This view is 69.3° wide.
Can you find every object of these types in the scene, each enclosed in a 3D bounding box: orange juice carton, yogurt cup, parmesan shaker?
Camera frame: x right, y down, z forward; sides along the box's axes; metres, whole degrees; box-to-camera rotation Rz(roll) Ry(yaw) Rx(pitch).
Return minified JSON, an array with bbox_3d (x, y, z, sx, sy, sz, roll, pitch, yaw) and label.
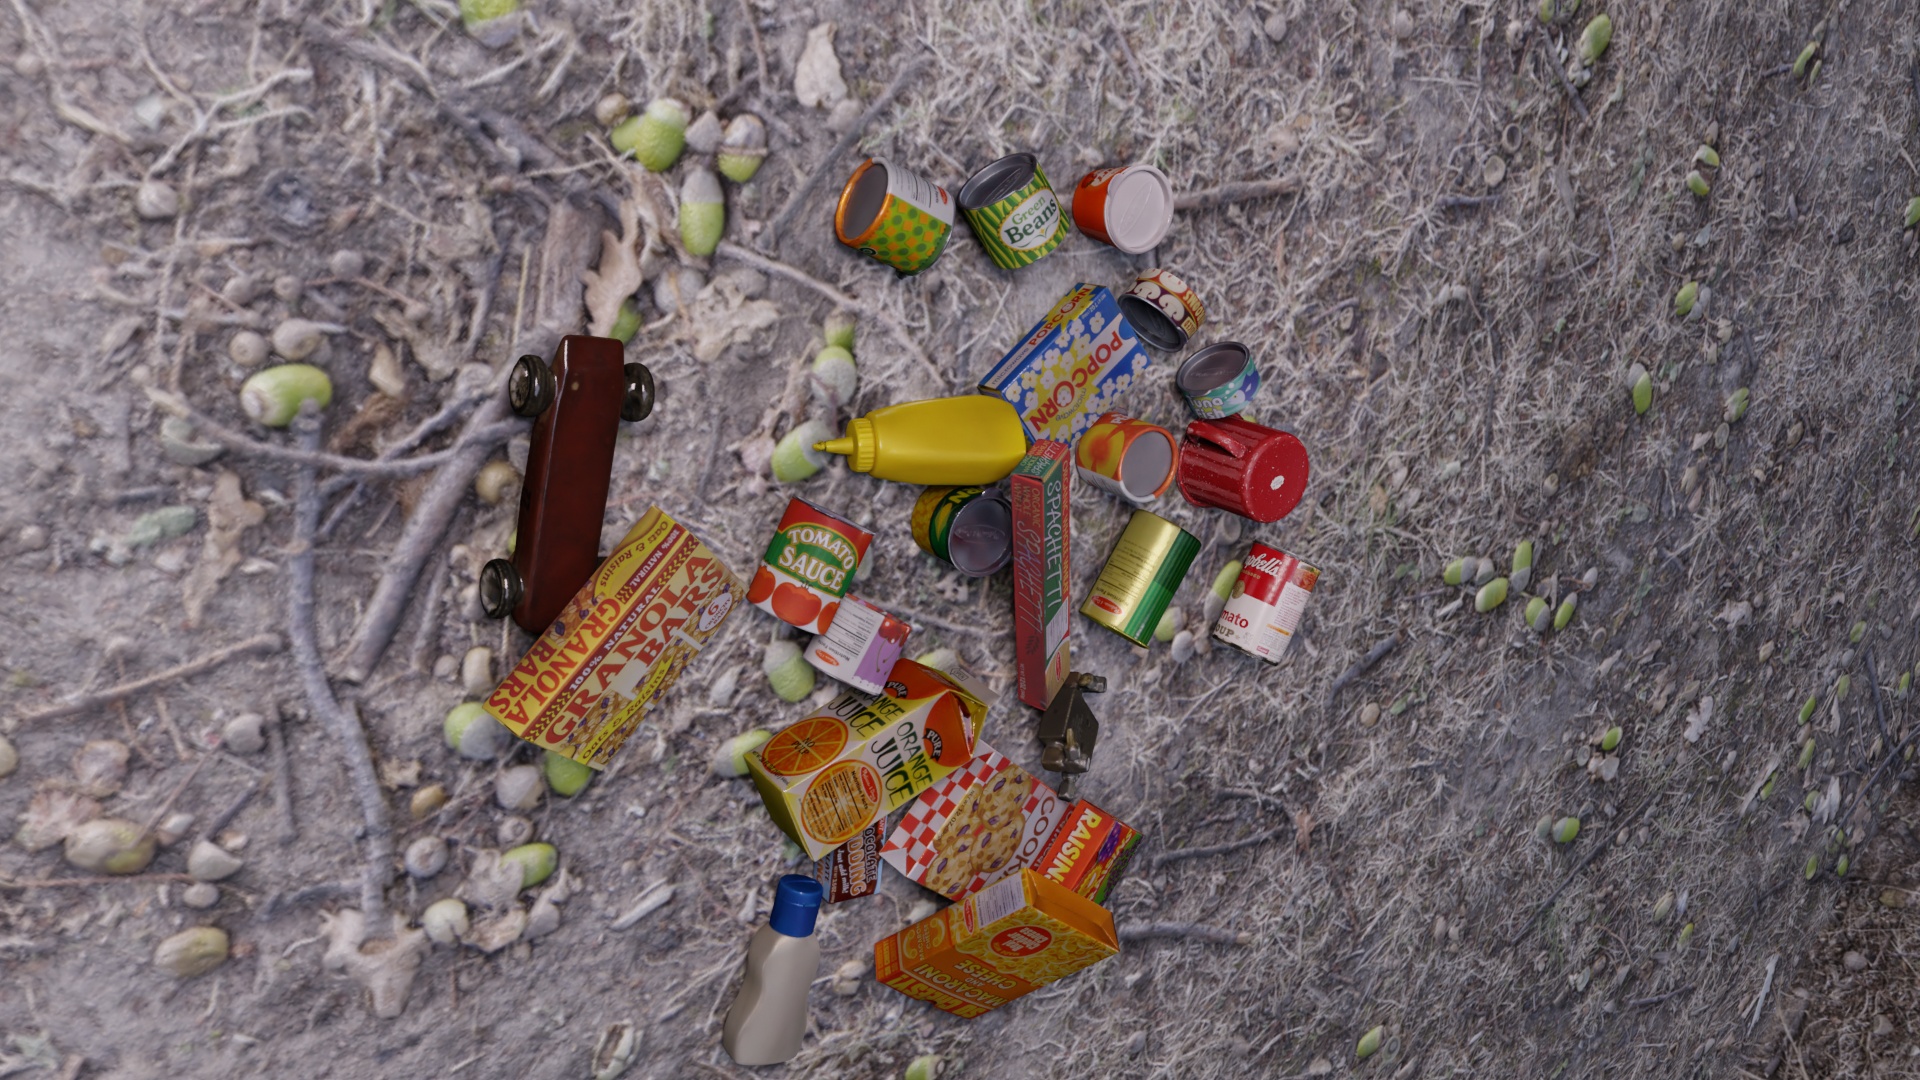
[{"bbox_3d":[-0.062,0.158,1.083,0.193,0.072,0.072,-30,120,-23],"label":"orange juice carton"},{"bbox_3d":[0.125,-0.261,1.085,0.072,0.054,0.072,-12,112,-31],"label":"yogurt cup"},{"bbox_3d":[0.157,0.034,1.194,0.071,0.071,0.103,33,86,-37],"label":"parmesan shaker"}]

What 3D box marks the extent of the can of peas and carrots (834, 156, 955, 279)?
[{"bbox_3d":[-0.048,-0.225,0.972,0.059,0.071,0.071,19,94,-37],"label":"can of peas and carrots"}]

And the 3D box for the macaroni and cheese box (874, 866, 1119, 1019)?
[{"bbox_3d":[0.030,0.343,1.169,0.166,0.040,0.123,-33,131,24],"label":"macaroni and cheese box"}]

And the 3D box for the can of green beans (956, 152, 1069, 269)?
[{"bbox_3d":[0.039,-0.243,1.025,0.071,0.071,0.057,-45,125,-14],"label":"can of green beans"}]

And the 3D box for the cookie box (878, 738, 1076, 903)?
[{"bbox_3d":[0.022,0.247,1.171,0.123,0.040,0.167,-55,139,-7],"label":"cookie box"}]

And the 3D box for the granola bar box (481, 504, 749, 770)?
[{"bbox_3d":[-0.222,0.069,0.925,0.166,0.039,0.124,-52,160,-9],"label":"granola bar box"}]

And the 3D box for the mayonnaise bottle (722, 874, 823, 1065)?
[{"bbox_3d":[-0.143,0.341,1.107,0.065,0.041,0.148,9,99,-36],"label":"mayonnaise bottle"}]

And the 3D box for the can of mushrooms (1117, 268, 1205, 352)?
[{"bbox_3d":[0.165,-0.186,1.128,0.033,0.071,0.071,-49,126,-13],"label":"can of mushrooms"}]

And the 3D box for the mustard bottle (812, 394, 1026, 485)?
[{"bbox_3d":[-0.034,-0.073,1.033,0.160,0.065,0.048,-3,151,-20],"label":"mustard bottle"}]

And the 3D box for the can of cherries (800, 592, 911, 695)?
[{"bbox_3d":[-0.077,0.077,1.051,0.071,0.071,0.058,27,88,-38],"label":"can of cherries"}]

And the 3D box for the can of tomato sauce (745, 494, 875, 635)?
[{"bbox_3d":[-0.109,0.018,1.005,0.071,0.071,0.083,25,91,-38],"label":"can of tomato sauce"}]

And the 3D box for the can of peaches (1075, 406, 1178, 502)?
[{"bbox_3d":[0.139,-0.072,1.155,0.071,0.058,0.071,-12,112,-31],"label":"can of peaches"}]

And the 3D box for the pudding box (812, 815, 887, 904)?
[{"bbox_3d":[-0.088,0.246,1.119,0.050,0.030,0.083,-3,107,-35],"label":"pudding box"}]

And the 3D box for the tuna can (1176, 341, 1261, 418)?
[{"bbox_3d":[0.220,-0.135,1.184,0.071,0.071,0.032,-44,125,-15],"label":"tuna can"}]

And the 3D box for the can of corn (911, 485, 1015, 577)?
[{"bbox_3d":[0.004,-0.014,1.080,0.071,0.058,0.071,-12,112,-31],"label":"can of corn"}]

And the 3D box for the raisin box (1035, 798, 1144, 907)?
[{"bbox_3d":[0.115,0.283,1.235,0.086,0.040,0.123,-57,154,-5],"label":"raisin box"}]

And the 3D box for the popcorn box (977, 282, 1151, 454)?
[{"bbox_3d":[0.084,-0.133,1.109,0.127,0.038,0.085,-46,124,-13],"label":"popcorn box"}]

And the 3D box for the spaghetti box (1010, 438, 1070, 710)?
[{"bbox_3d":[0.065,0.031,1.103,0.050,0.029,0.248,-52,149,-41],"label":"spaghetti box"}]
